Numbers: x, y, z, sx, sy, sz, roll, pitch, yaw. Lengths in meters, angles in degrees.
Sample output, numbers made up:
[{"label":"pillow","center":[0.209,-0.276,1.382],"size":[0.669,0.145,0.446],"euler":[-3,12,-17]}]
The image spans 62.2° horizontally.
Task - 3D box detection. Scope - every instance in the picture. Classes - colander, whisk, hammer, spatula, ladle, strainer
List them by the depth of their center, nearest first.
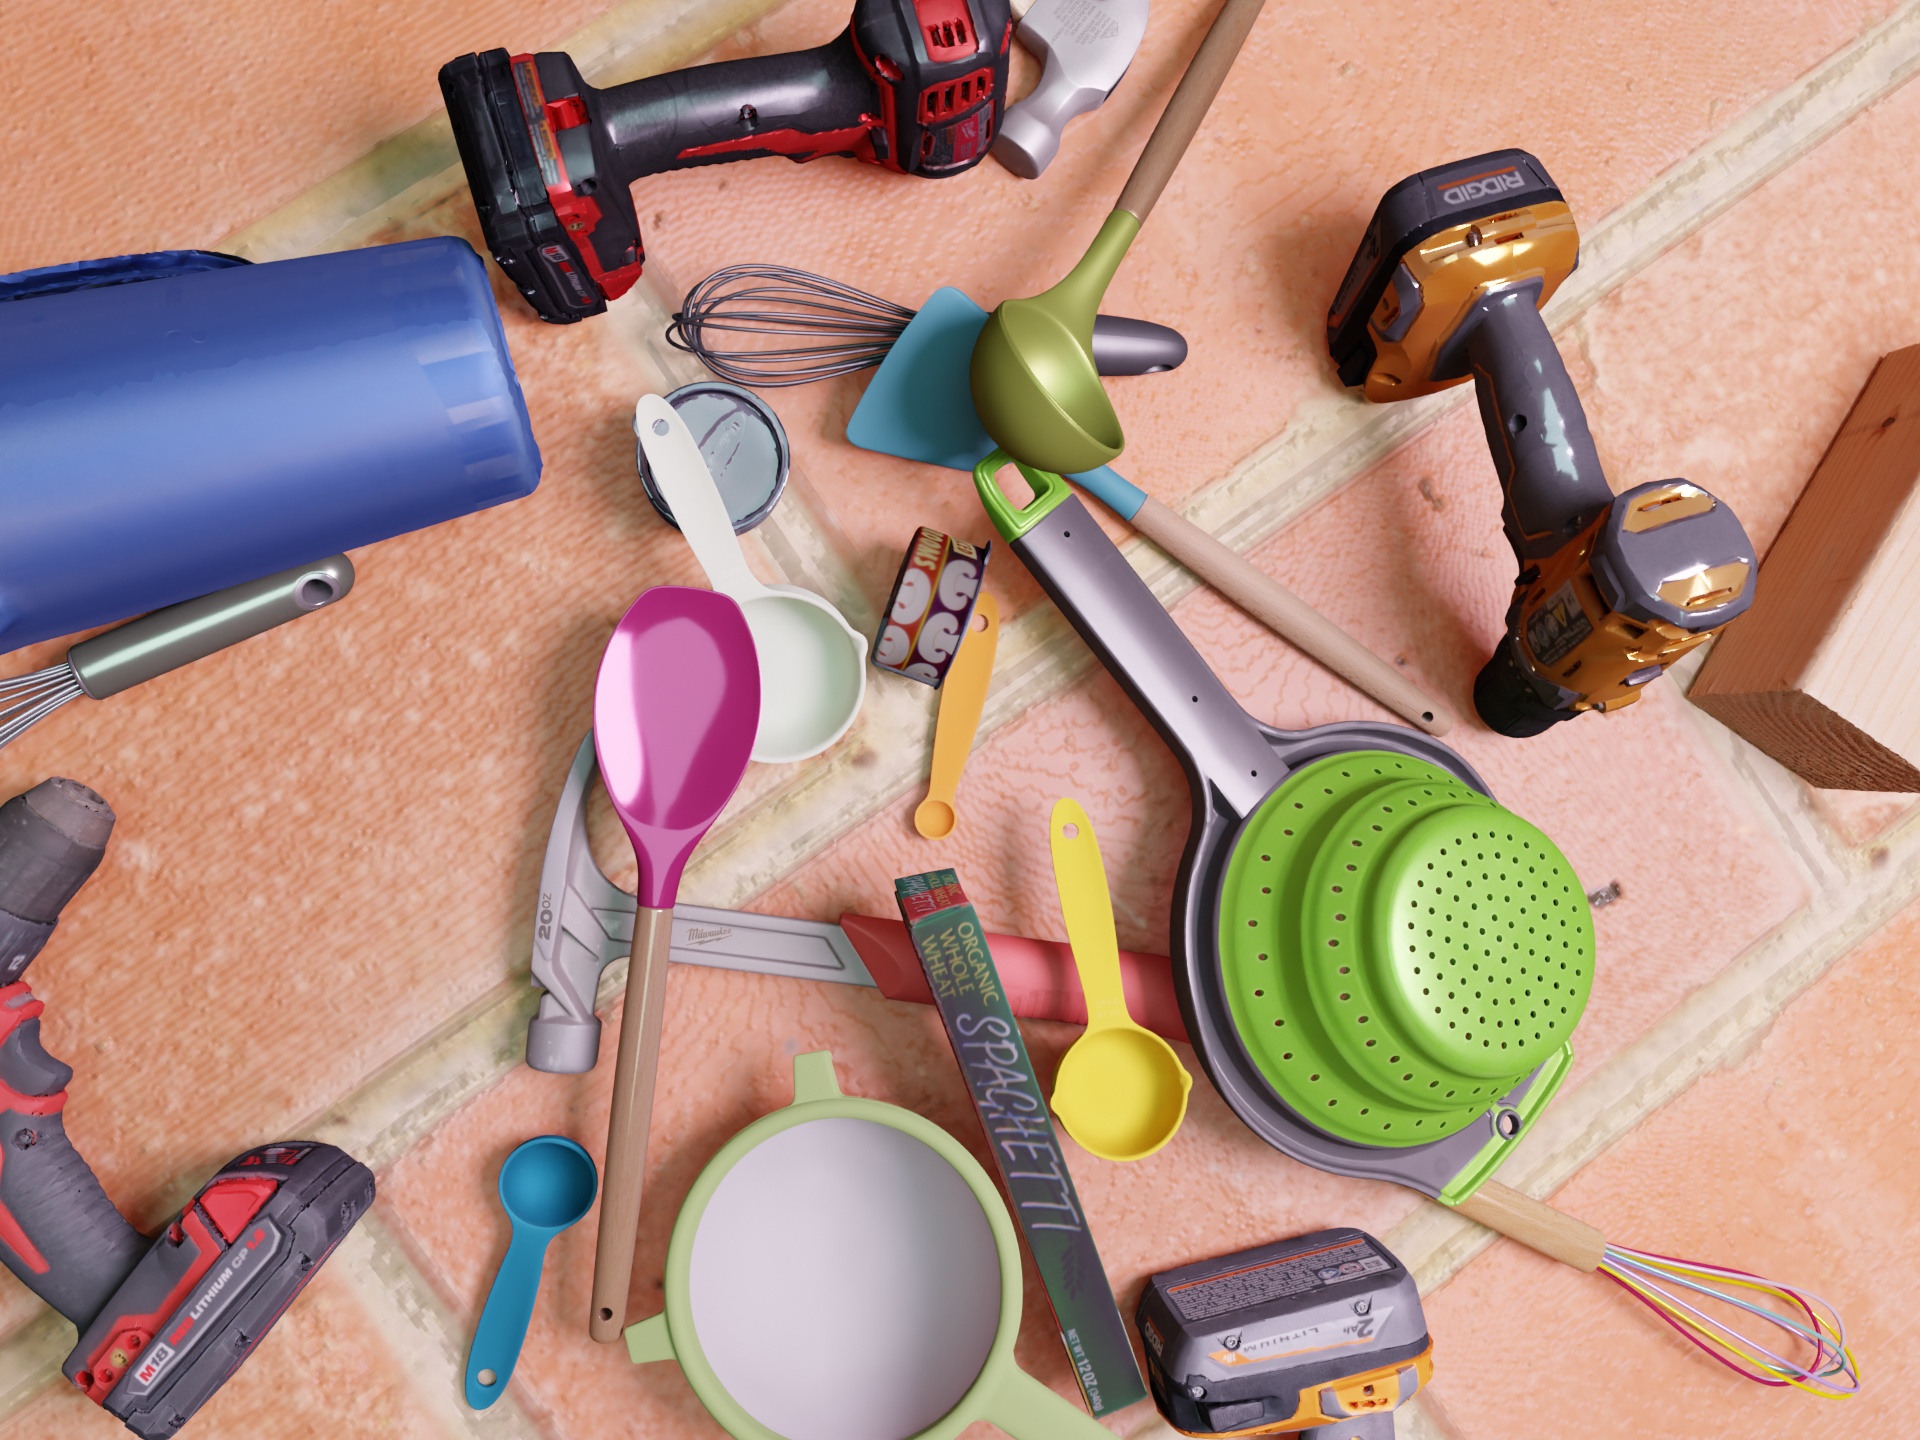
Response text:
[{"label":"whisk","center":[-0.370,-0.016,0.659],"size":[0.246,0.059,0.057],"euler":[-25,136,-12]},{"label":"strainer","center":[-0.001,0.263,0.673],"size":[0.256,0.069,0.151],"euler":[31,86,10]},{"label":"colander","center":[0.149,0.032,0.675],"size":[0.204,0.094,0.397],"euler":[-41,97,-23]},{"label":"ladle","center":[0.090,-0.239,0.689],"size":[0.078,0.062,0.320],"euler":[39,67,-29]},{"label":"hammer","center":[-0.006,0.101,0.712],"size":[0.359,0.037,0.149],"euler":[8,88,-8]},{"label":"whisk","center":[-0.011,-0.171,0.713],"size":[0.239,0.055,0.055],"euler":[0,89,-13]},{"label":"hammer","center":[-0.053,-0.400,0.716],"size":[0.331,0.031,0.130],"euler":[39,84,-6]},{"label":"spatula","center":[0.101,-0.078,0.726],"size":[0.317,0.044,0.082],"euler":[33,112,-8]},{"label":"whisk","center":[0.320,0.260,0.759],"size":[0.245,0.051,0.047],"euler":[26,65,-3]}]

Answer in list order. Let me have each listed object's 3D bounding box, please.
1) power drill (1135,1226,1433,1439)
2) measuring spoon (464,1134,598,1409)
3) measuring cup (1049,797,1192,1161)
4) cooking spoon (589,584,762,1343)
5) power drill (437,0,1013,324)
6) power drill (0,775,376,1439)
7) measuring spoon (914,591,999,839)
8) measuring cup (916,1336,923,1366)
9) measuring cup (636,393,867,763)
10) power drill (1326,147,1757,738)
[{"label":"power drill","center":[0.145,0.360,0.709],"size":[0.164,0.084,0.226],"euler":[-12,95,-8]},{"label":"measuring spoon","center":[-0.192,0.239,0.696],"size":[0.042,0.021,0.128],"euler":[18,96,-8]},{"label":"measuring cup","center":[0.058,0.112,0.695],"size":[0.062,0.029,0.157],"euler":[-9,78,-8]},{"label":"cooking spoon","center":[-0.131,0.103,0.665],"size":[0.068,0.017,0.319],"euler":[7,92,-8]},{"label":"power drill","center":[-0.087,-0.241,0.660],"size":[0.219,0.143,0.078],"euler":[-17,87,-2]},{"label":"power drill","center":[-0.351,0.152,0.643],"size":[0.226,0.080,0.188],"euler":[38,84,-3]},{"label":"measuring spoon","center":[-0.001,-0.002,0.729],"size":[0.021,0.011,0.117],"euler":[14,84,-8]},{"label":"measuring cup","center":[-0.053,0.351,0.688],"size":[0.052,0.095,0.174],"euler":[11,69,-1]},{"label":"measuring cup","center":[-0.098,-0.062,0.683],"size":[0.083,0.038,0.167],"euler":[-24,106,-1]},{"label":"power drill","center":[0.242,-0.107,0.703],"size":[0.084,0.185,0.226],"euler":[-17,73,-8]}]
